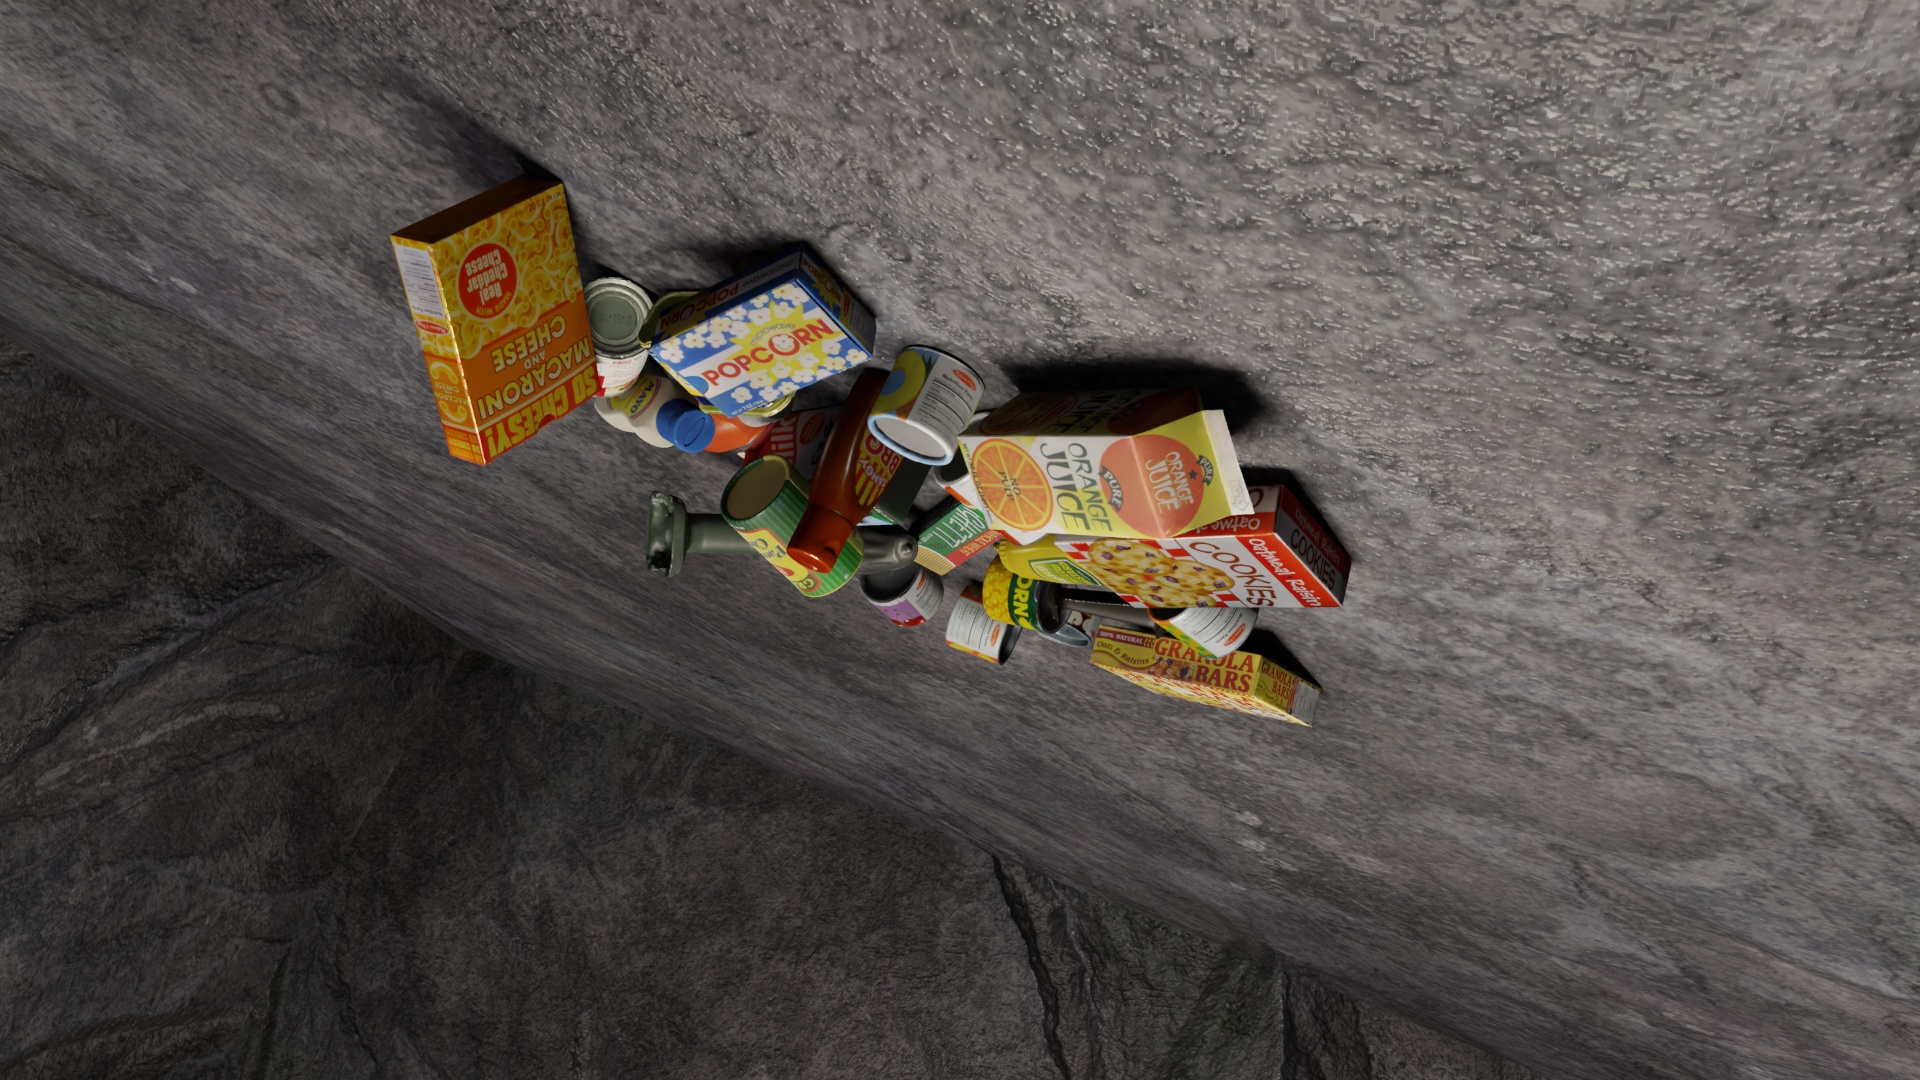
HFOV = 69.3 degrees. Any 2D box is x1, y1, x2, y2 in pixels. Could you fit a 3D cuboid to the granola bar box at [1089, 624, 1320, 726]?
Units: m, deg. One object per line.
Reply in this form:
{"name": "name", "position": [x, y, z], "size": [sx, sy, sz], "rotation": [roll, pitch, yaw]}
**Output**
{"name": "granola bar box", "position": [0.217, 0.118, 1.231], "size": [0.165, 0.039, 0.124], "rotation": [8, 167, 40]}

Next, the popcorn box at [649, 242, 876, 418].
{"name": "popcorn box", "position": [-0.132, -0.139, 0.938], "size": [0.126, 0.038, 0.085], "rotation": [-19, 140, 27]}

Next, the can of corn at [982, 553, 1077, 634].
{"name": "can of corn", "position": [0.059, 0.043, 1.215], "size": [0.058, 0.071, 0.071], "rotation": [12, 157, 34]}

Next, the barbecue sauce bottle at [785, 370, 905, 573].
{"name": "barbecue sauce bottle", "position": [-0.079, -0.048, 1.017], "size": [0.043, 0.149, 0.064], "rotation": [10, 156, 37]}

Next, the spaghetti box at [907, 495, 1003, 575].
{"name": "spaghetti box", "position": [0.004, -0.015, 1.188], "size": [0.050, 0.029, 0.249], "rotation": [28, 161, -10]}

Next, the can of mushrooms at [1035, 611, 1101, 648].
{"name": "can of mushrooms", "position": [0.095, 0.070, 1.296], "size": [0.071, 0.033, 0.071], "rotation": [22, 162, 8]}

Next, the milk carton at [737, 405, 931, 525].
{"name": "milk carton", "position": [-0.111, -0.059, 1.144], "size": [0.072, 0.074, 0.190], "rotation": [37, 158, -31]}

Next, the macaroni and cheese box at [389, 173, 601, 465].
{"name": "macaroni and cheese box", "position": [-0.317, -0.153, 0.968], "size": [0.040, 0.124, 0.165], "rotation": [16, 128, 24]}

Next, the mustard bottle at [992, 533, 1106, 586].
{"name": "mustard bottle", "position": [0.077, 0.008, 1.126], "size": [0.065, 0.049, 0.160], "rotation": [35, 159, -30]}

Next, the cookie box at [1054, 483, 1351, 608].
{"name": "cookie box", "position": [0.170, 0.007, 0.973], "size": [0.167, 0.040, 0.122], "rotation": [-3, 154, 36]}

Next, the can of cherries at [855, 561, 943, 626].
{"name": "can of cherries", "position": [-0.059, 0.043, 1.365], "size": [0.071, 0.072, 0.058], "rotation": [12, 158, 33]}

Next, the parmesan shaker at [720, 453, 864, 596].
{"name": "parmesan shaker", "position": [-0.131, -0.012, 1.077], "size": [0.071, 0.071, 0.102], "rotation": [8, 151, 41]}

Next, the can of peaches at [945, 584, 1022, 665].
{"name": "can of peaches", "position": [0.025, 0.082, 1.365], "size": [0.058, 0.071, 0.071], "rotation": [19, 160, 16]}

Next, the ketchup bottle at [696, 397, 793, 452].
{"name": "ketchup bottle", "position": [-0.188, -0.107, 1.157], "size": [0.064, 0.044, 0.148], "rotation": [35, 158, -27]}

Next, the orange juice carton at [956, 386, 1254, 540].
{"name": "orange juice carton", "position": [0.096, -0.050, 0.879], "size": [0.192, 0.073, 0.071], "rotation": [4, 122, 46]}

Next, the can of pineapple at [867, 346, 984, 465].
{"name": "can of pineapple", "position": [-0.025, -0.093, 0.971], "size": [0.071, 0.058, 0.070], "rotation": [22, 161, 8]}

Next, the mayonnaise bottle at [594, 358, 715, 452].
{"name": "mayonnaise bottle", "position": [-0.250, -0.109, 1.147], "size": [0.041, 0.065, 0.148], "rotation": [39, 174, -40]}

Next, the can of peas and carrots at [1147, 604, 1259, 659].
{"name": "can of peas and carrots", "position": [0.186, 0.049, 1.077], "size": [0.058, 0.071, 0.071], "rotation": [35, 158, -25]}

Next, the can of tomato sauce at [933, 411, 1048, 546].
{"name": "can of tomato sauce", "position": [0.031, -0.046, 1.018], "size": [0.083, 0.071, 0.071], "rotation": [37, 157, -30]}
